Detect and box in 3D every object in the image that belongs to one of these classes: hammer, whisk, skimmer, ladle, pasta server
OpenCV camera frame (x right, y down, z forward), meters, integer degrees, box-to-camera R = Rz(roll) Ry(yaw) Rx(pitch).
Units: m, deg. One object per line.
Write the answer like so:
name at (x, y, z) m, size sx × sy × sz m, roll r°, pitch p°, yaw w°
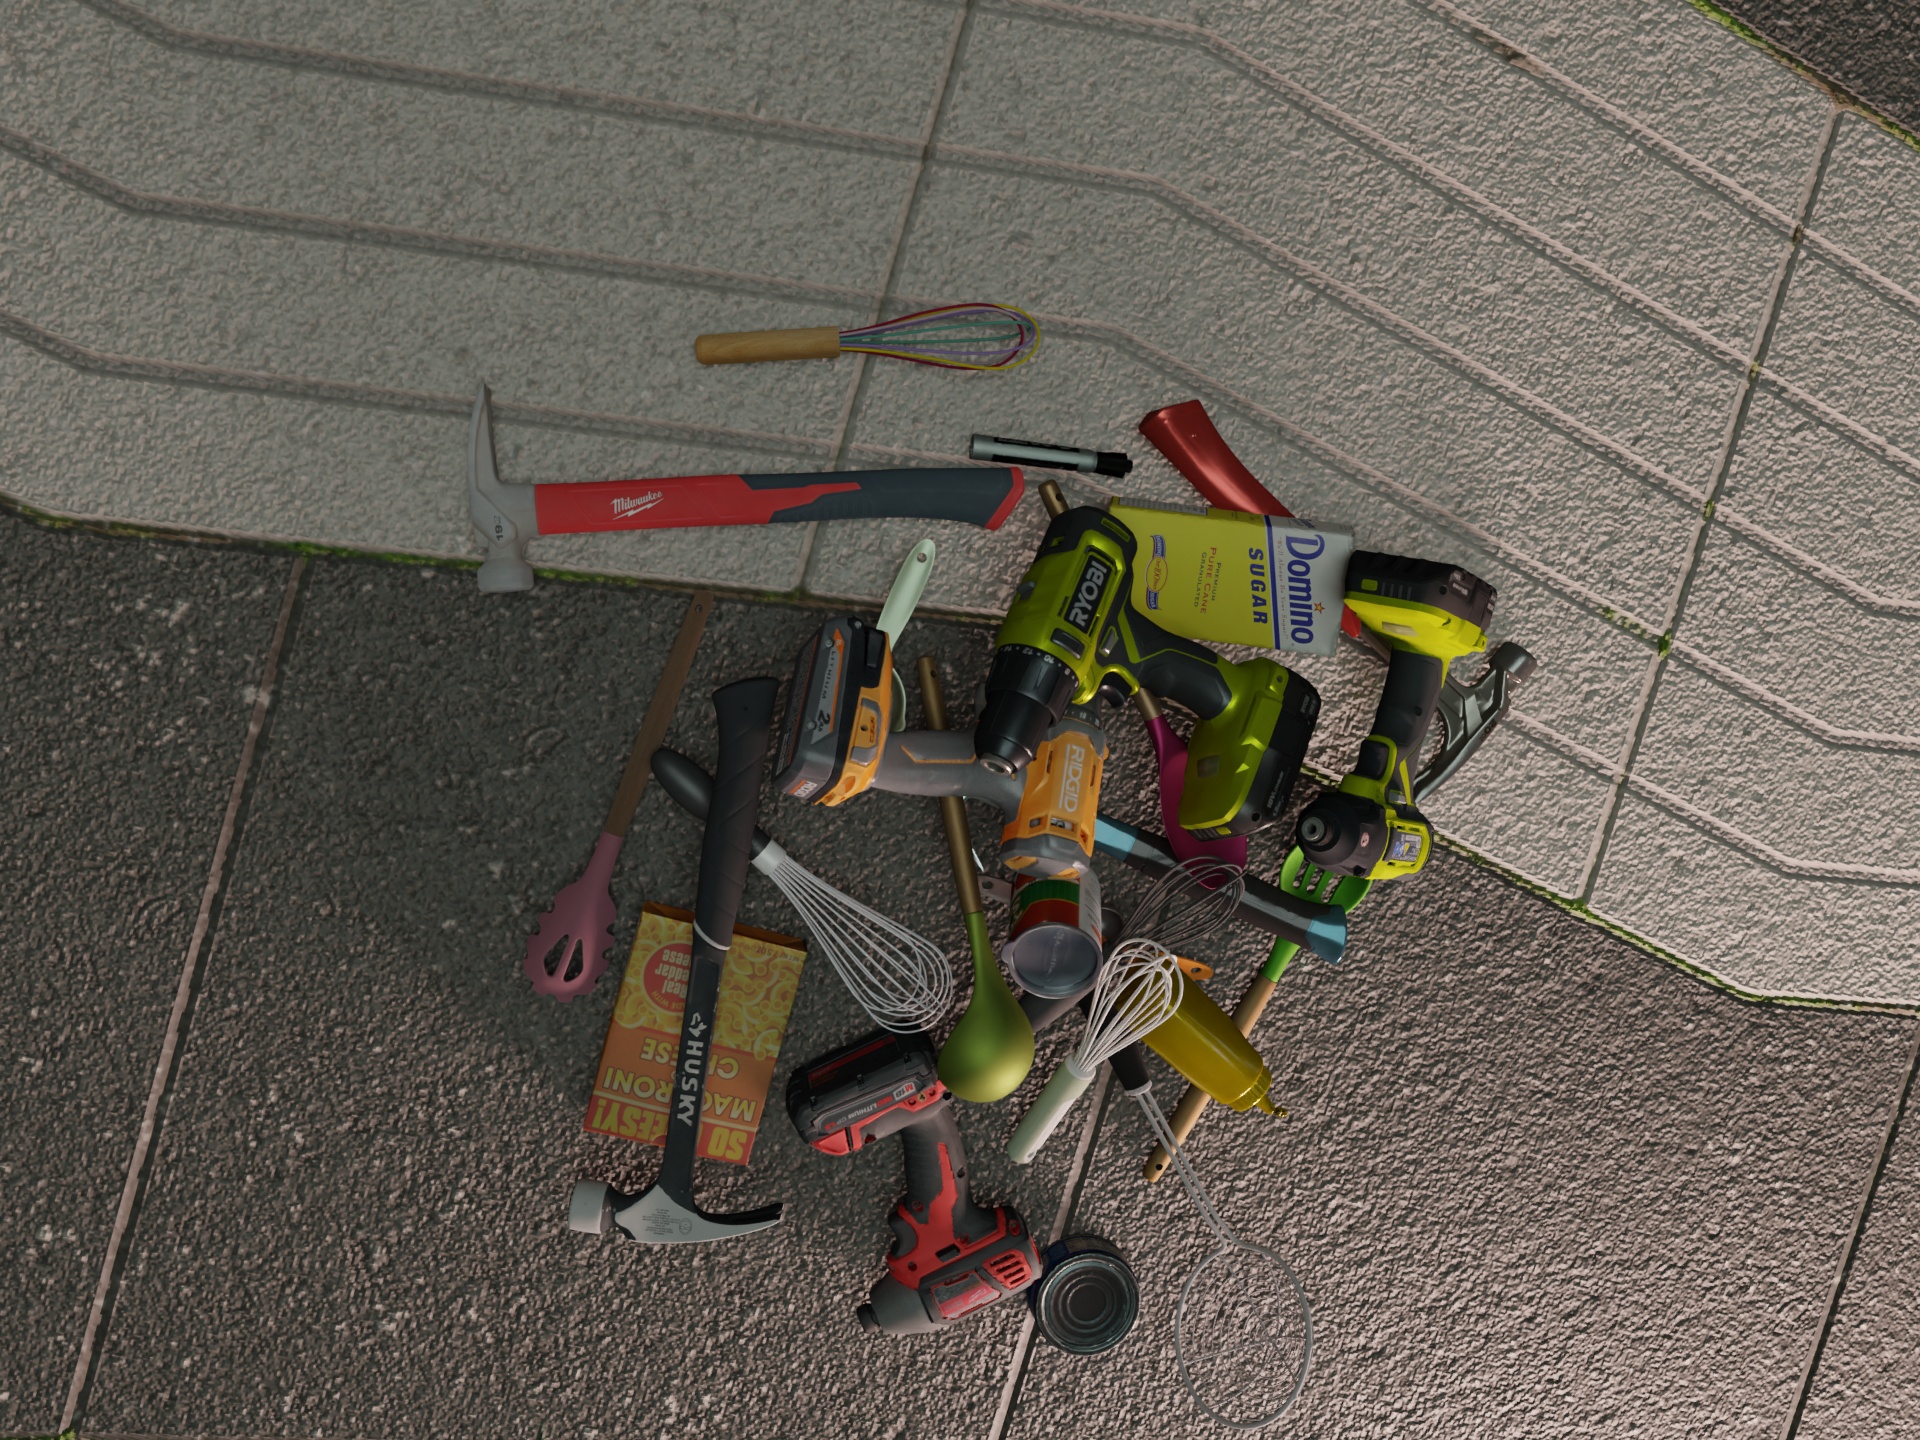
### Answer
hammer at (0.139, 0.097, 1.182) m, size 0.331 × 0.033 × 0.128 m, roll 24°, pitch 93°, yaw -4°
whisk at (0.110, 0.171, 1.151) m, size 0.239 × 0.055 × 0.055 m, roll -40°, pitch 101°, yaw 23°
skimmer at (0.148, 0.339, 1.179) m, size 0.090 × 0.127 × 0.363 m, roll -29°, pitch 91°, yaw -49°
whisk at (-0.064, -0.267, 1.126) m, size 0.245 × 0.051 × 0.047 m, roll -5°, pitch 102°, yaw -5°
hammer at (-0.171, 0.170, 1.107) m, size 0.149 × 0.036 × 0.409 m, roll 9°, pitch 96°, yaw -3°
whisk at (-0.114, 0.119, 1.146) m, size 0.284 × 0.070 × 0.070 m, roll 44°, pitch 88°, yaw -10°
whisk at (0.091, 0.245, 1.148) m, size 0.059 × 0.058 × 0.246 m, roll 43°, pitch 128°, yaw 21°
hammer at (0.266, -0.101, 1.194) m, size 0.359 × 0.037 × 0.149 m, roll 41°, pitch 89°, yaw -11°
ladle at (-0.004, 0.113, 1.142) m, size 0.078 × 0.062 × 0.320 m, roll -6°, pitch 82°, yaw -39°
pasta server at (-0.239, 0.055, 1.143) m, size 0.060 × 0.040 × 0.316 m, roll 21°, pitch 89°, yaw -10°
hammer at (-0.148, -0.172, 1.126) m, size 0.386 × 0.038 × 0.143 m, roll -4°, pitch 95°, yaw -8°

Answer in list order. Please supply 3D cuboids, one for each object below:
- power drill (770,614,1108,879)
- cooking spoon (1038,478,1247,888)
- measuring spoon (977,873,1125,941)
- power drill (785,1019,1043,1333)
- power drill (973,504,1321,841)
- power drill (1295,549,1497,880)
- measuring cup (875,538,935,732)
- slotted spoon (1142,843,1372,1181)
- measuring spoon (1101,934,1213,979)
power drill at (-0.002, -0.004, 1.099) m, size 0.226 × 0.084 × 0.185 m, roll 17°, pitch 68°, yaw -17°
cooking spoon at (0.128, -0.026, 1.142) m, size 0.069 × 0.017 × 0.319 m, roll -29°, pitch 98°, yaw -26°
measuring spoon at (0.065, 0.135, 1.201) m, size 0.124 × 0.018 × 0.034 m, roll 19°, pitch 124°, yaw -4°
power drill at (-0.041, 0.348, 1.178) m, size 0.143 × 0.078 × 0.219 m, roll -24°, pitch 102°, yaw -5°
power drill at (0.122, -0.011, 1.081) m, size 0.228 × 0.080 × 0.191 m, roll 32°, pitch 67°, yaw -20°
power drill at (0.300, 0.001, 1.118) m, size 0.080 × 0.171 × 0.223 m, roll 14°, pitch 91°, yaw 35°
measuring cup at (-0.060, -0.055, 1.151) m, size 0.083 × 0.038 × 0.167 m, roll 25°, pitch 90°, yaw -10°
slotted spoon at (0.222, 0.219, 1.226) m, size 0.070 × 0.031 × 0.314 m, roll 29°, pitch 93°, yaw -8°
measuring spoon at (0.142, 0.178, 1.210) m, size 0.116 × 0.011 × 0.021 m, roll 17°, pitch 126°, yaw -21°
